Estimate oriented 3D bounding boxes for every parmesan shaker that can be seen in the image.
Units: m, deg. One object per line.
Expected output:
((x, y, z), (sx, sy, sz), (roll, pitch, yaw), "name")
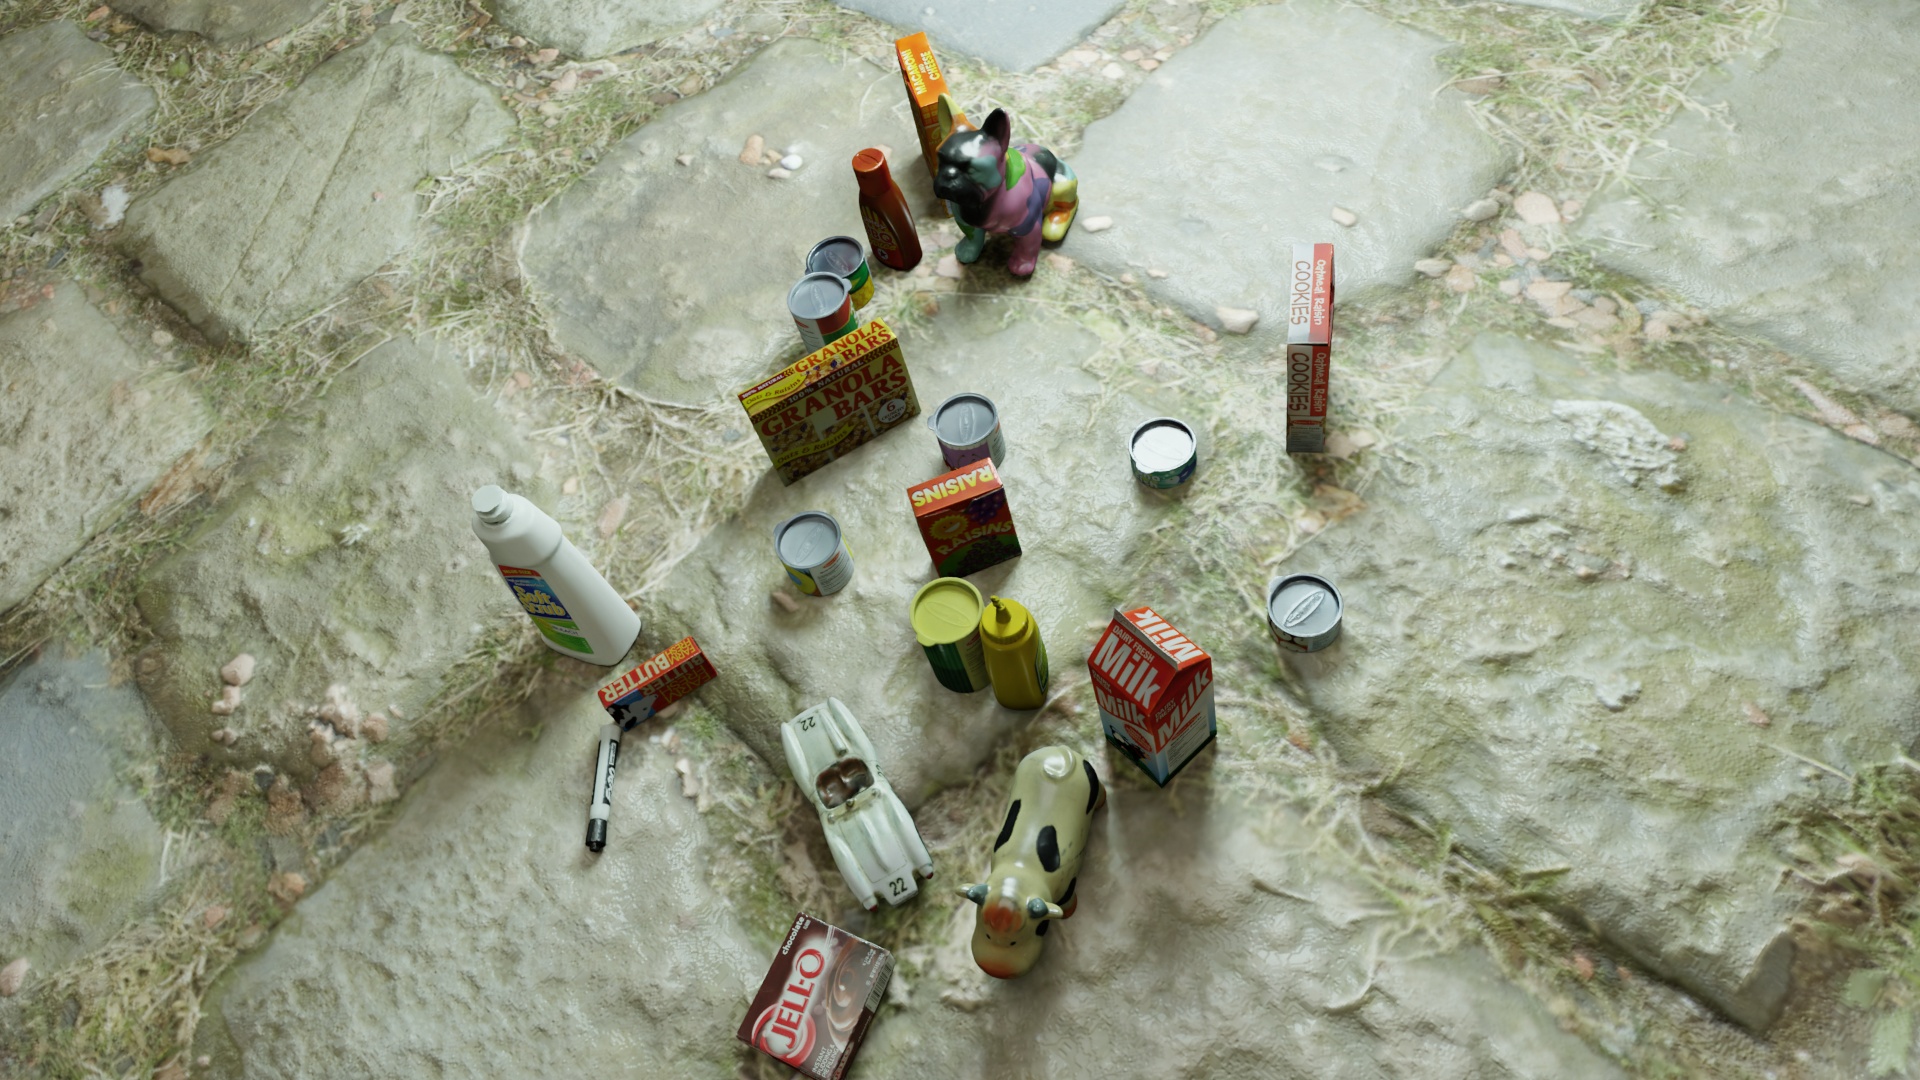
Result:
((-0.005, 0.089, 1.253), (0.071, 0.102, 0.071), (-6, 57, 9), "parmesan shaker")

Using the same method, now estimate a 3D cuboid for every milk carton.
((0.159, 0.122, 1.145), (0.073, 0.189, 0.072), (-41, 59, -14), "milk carton")

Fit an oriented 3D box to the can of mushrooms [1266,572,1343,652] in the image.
((0.307, 0.063, 1.246), (0.071, 0.033, 0.071), (-5, 57, 9), "can of mushrooms")

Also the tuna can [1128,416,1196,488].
((0.198, -0.084, 1.364), (0.071, 0.032, 0.071), (-5, 57, 9), "tuna can")

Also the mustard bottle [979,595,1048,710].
((0.045, 0.092, 1.207), (0.049, 0.159, 0.065), (-2, 58, 11), "mustard bottle")

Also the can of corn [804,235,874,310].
((-0.136, -0.296, 1.555), (0.071, 0.058, 0.071), (-5, 57, 9), "can of corn")

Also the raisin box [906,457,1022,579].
((0.005, -0.016, 1.307), (0.086, 0.123, 0.040), (-20, 56, -1), "raisin box")

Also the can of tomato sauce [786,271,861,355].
((-0.143, -0.240, 1.506), (0.071, 0.082, 0.071), (-6, 57, 9), "can of tomato sauce")

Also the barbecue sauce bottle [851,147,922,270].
((-0.085, -0.367, 1.535), (0.065, 0.148, 0.044), (32, 69, 27), "barbecue sauce bottle")

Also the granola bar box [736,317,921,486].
((-0.131, -0.140, 1.415), (0.166, 0.123, 0.039), (-30, 57, -7), "granola bar box")

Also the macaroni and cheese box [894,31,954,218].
((-0.028, -0.470, 1.579), (0.040, 0.165, 0.124), (-18, 56, 0), "macaroni and cheese box")

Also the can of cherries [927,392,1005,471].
((0.007, -0.106, 1.403), (0.071, 0.058, 0.072), (-5, 57, 9), "can of cherries")

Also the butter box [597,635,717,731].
((-0.286, 0.135, 1.313), (0.104, 0.053, 0.024), (-32, 57, -9), "butter box")

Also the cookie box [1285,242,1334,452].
((0.331, -0.181, 1.317), (0.040, 0.166, 0.123), (2, 59, 14), "cookie box")

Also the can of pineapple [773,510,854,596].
((-0.143, 0.012, 1.359), (0.071, 0.057, 0.071), (-5, 57, 9), "can of pineapple")
